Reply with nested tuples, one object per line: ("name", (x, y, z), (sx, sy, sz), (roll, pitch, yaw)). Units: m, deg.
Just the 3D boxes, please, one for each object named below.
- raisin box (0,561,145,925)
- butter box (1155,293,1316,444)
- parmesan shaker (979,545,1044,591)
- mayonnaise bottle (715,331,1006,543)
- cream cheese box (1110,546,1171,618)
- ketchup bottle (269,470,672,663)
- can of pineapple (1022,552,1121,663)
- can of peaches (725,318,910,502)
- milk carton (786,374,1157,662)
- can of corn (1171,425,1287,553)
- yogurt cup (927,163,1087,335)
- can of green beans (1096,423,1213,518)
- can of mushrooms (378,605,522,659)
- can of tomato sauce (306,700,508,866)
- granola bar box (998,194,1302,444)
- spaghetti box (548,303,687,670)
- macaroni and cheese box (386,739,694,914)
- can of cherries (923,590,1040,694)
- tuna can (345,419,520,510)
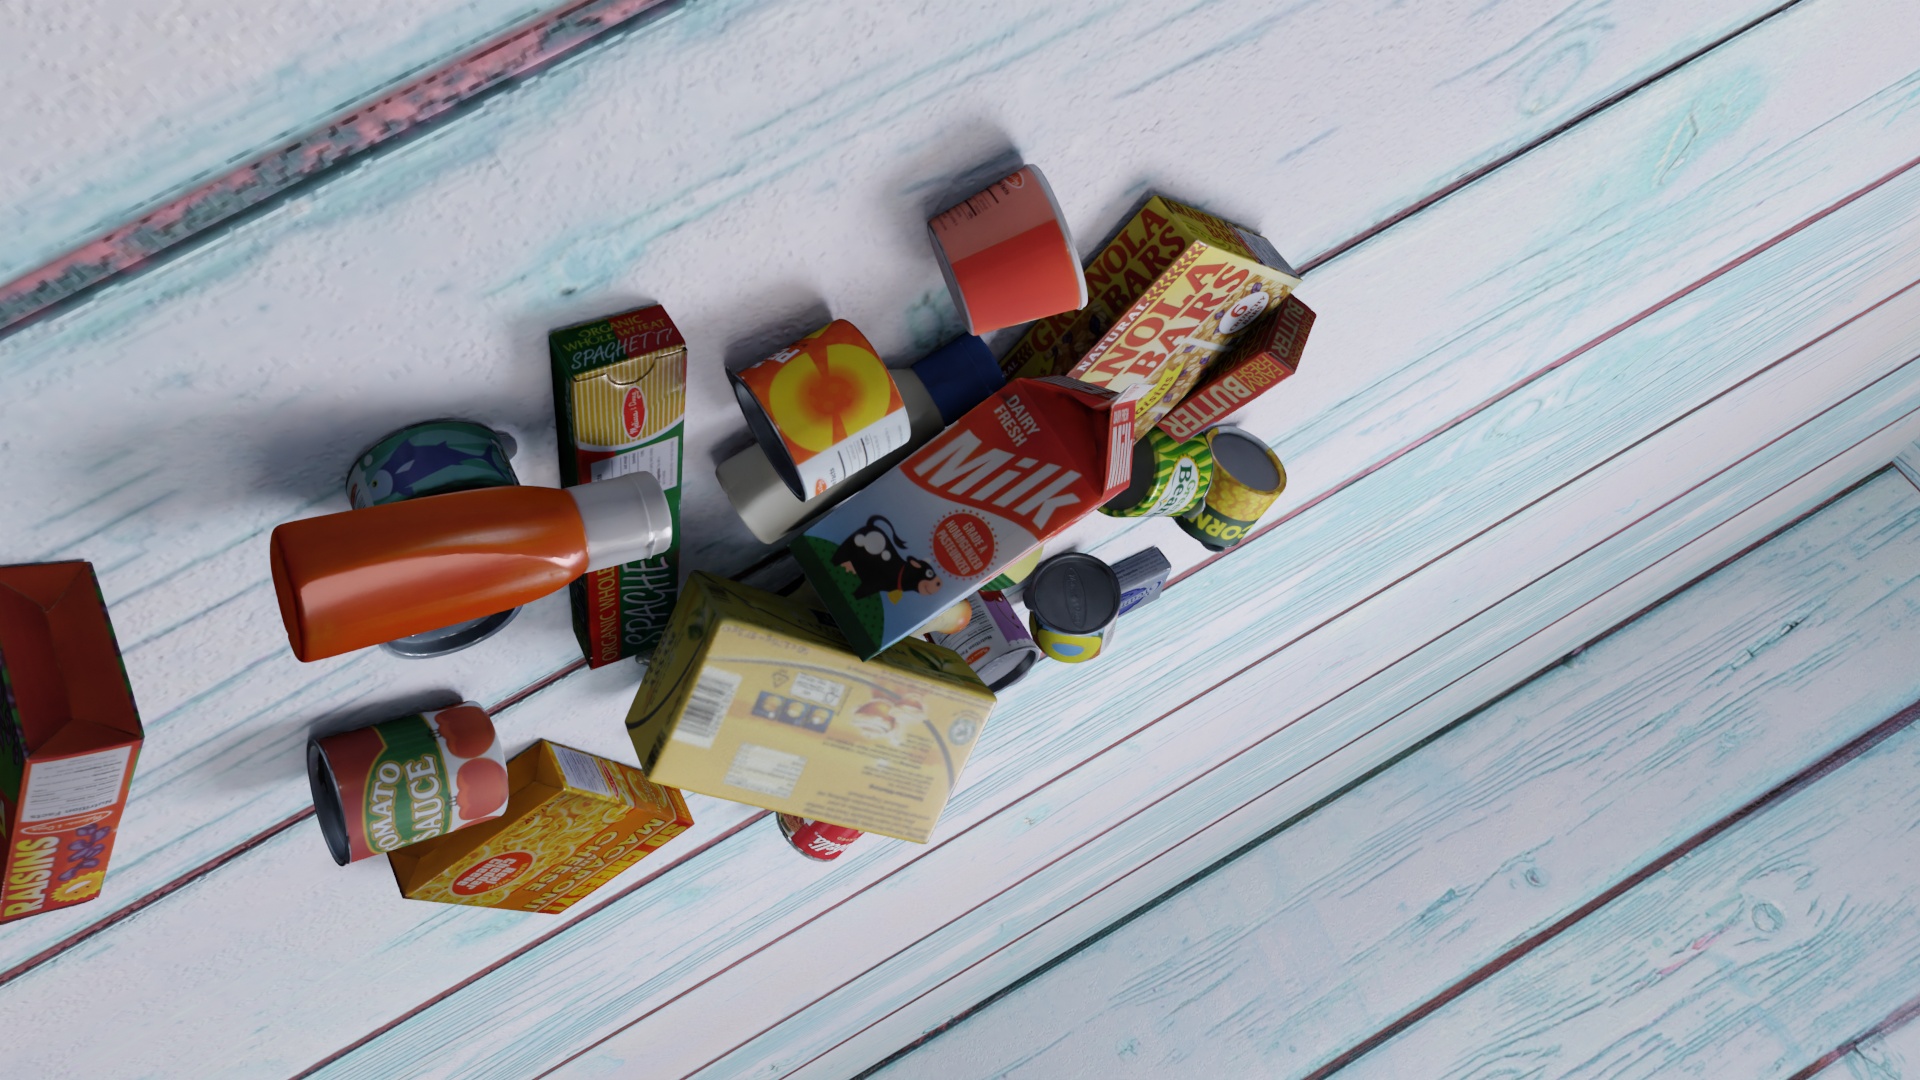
("raisin box", (-0.356, 0.079, 0.537), (0.040, 0.086, 0.122), (-8, 147, -44))
("butter box", (0.160, -0.099, 0.811), (0.103, 0.024, 0.053), (-34, -157, 54))
("parmesan shaker", (0.003, -0.010, 0.806), (0.071, 0.071, 0.103), (-35, 157, 7))
("mayonnaise bottle", (-0.048, -0.054, 0.700), (0.148, 0.041, 0.064), (-32, 163, -4))
("cream cheese box", (0.115, 0.045, 1.097), (0.104, 0.024, 0.053), (-23, 155, -18))
("ketchup bottle", (-0.191, 0.005, 0.556), (0.149, 0.043, 0.064), (-15, 152, -31))
("can of pineapple", (0.081, 0.050, 1.020), (0.071, 0.071, 0.057), (-26, 155, -12))
("can of peaches", (-0.065, -0.062, 0.634), (0.058, 0.071, 0.071), (-31, 156, -13))
("milk carton", (0.015, -0.024, 0.696), (0.190, 0.073, 0.072), (-35, 176, 17))
("can of corn", (0.185, -0.036, 0.970), (0.071, 0.071, 0.058), (-10, 147, -39))
("yogurt cup", (0.020, -0.126, 0.616), (0.054, 0.072, 0.072), (-22, 155, -1))
("can of green beans", (0.115, -0.047, 0.872), (0.058, 0.071, 0.071), (-2, 143, -47))
("can of mushrooms", (-0.237, 0.022, 0.629), (0.071, 0.033, 0.070), (-25, 158, -11))
("can of tomato sauce", (-0.287, 0.126, 0.725), (0.083, 0.071, 0.070), (-13, 150, -36))
("granola bar box", (0.092, -0.107, 0.763), (0.165, 0.039, 0.124), (-45, 153, 28))
("spaghetti box", (-0.161, -0.014, 0.658), (0.050, 0.029, 0.248), (-20, 153, -24))
("macaroni and cheese box", (-0.268, 0.192, 0.910), (0.123, 0.040, 0.166), (-34, 155, 5))
("can of cherries", (0.015, 0.074, 0.995), (0.071, 0.058, 0.071), (-26, 155, -13))
("tuna can", (-0.216, -0.018, 0.581), (0.071, 0.033, 0.070), (-25, 155, -13))
